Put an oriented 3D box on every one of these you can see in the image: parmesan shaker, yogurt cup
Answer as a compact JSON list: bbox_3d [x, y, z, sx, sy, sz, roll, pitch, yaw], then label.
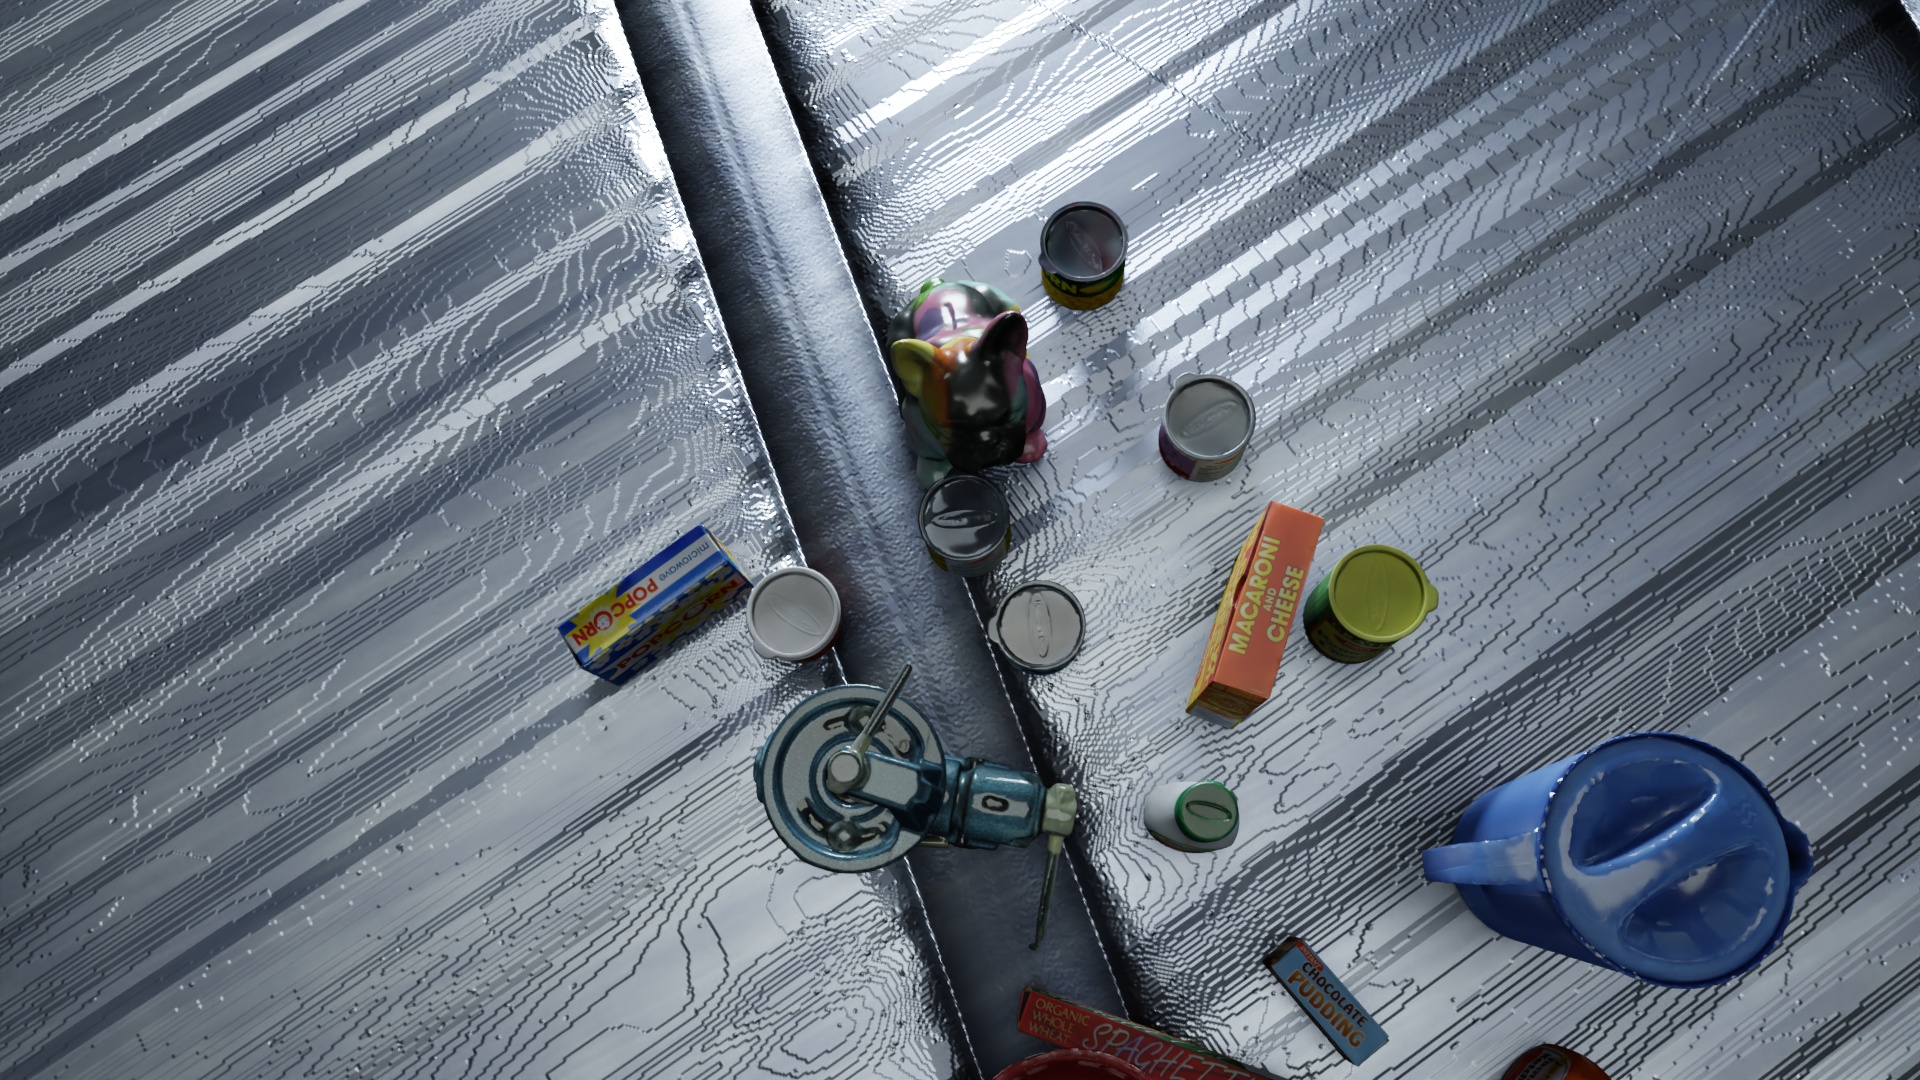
[{"bbox_3d":[0.282,0.047,0.962,0.071,0.103,0.071,-1,76,4],"label":"parmesan shaker"},{"bbox_3d":[-0.118,0.057,1.010,0.072,0.054,0.072,-1,76,4],"label":"yogurt cup"}]

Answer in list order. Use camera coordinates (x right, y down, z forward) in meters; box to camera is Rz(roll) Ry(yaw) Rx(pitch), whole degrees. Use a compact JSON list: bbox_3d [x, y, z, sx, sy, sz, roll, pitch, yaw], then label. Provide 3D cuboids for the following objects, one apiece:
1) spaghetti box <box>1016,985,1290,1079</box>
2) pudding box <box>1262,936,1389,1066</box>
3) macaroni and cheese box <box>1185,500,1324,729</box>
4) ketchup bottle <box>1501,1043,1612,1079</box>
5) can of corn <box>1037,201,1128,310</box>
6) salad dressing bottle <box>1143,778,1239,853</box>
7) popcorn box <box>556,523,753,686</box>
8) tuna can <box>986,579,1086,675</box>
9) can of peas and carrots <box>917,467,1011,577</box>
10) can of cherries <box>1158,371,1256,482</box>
[{"bbox_3d":[0.156,0.350,0.918,0.250,0.050,0.029,18,78,8],"label":"spaghetti box"},{"bbox_3d":[0.242,0.305,0.924,0.030,0.049,0.084,-39,77,-6],"label":"pudding box"},{"bbox_3d":[0.194,0.055,0.933,0.040,0.166,0.124,19,78,8],"label":"macaroni and cheese box"},{"bbox_3d":[0.378,0.348,0.853,0.043,0.148,0.065,42,82,12],"label":"ketchup bottle"},{"bbox_3d":[0.092,-0.216,1.066,0.071,0.058,0.071,-1,76,4],"label":"can of corn"},{"bbox_3d":[0.155,0.181,0.912,0.064,0.147,0.044,14,77,7],"label":"salad dressing bottle"},{"bbox_3d":[-0.217,0.048,1.003,0.127,0.085,0.038,-37,76,-6],"label":"popcorn box"},{"bbox_3d":[0.055,0.064,1.008,0.071,0.032,0.071,-1,75,3],"label":"tuna can"},{"bbox_3d":[0.004,-0.013,1.018,0.071,0.058,0.071,-1,76,4],"label":"can of peas and carrots"},{"bbox_3d":[0.180,-0.084,1.026,0.071,0.058,0.071,-1,76,4],"label":"can of cherries"}]
